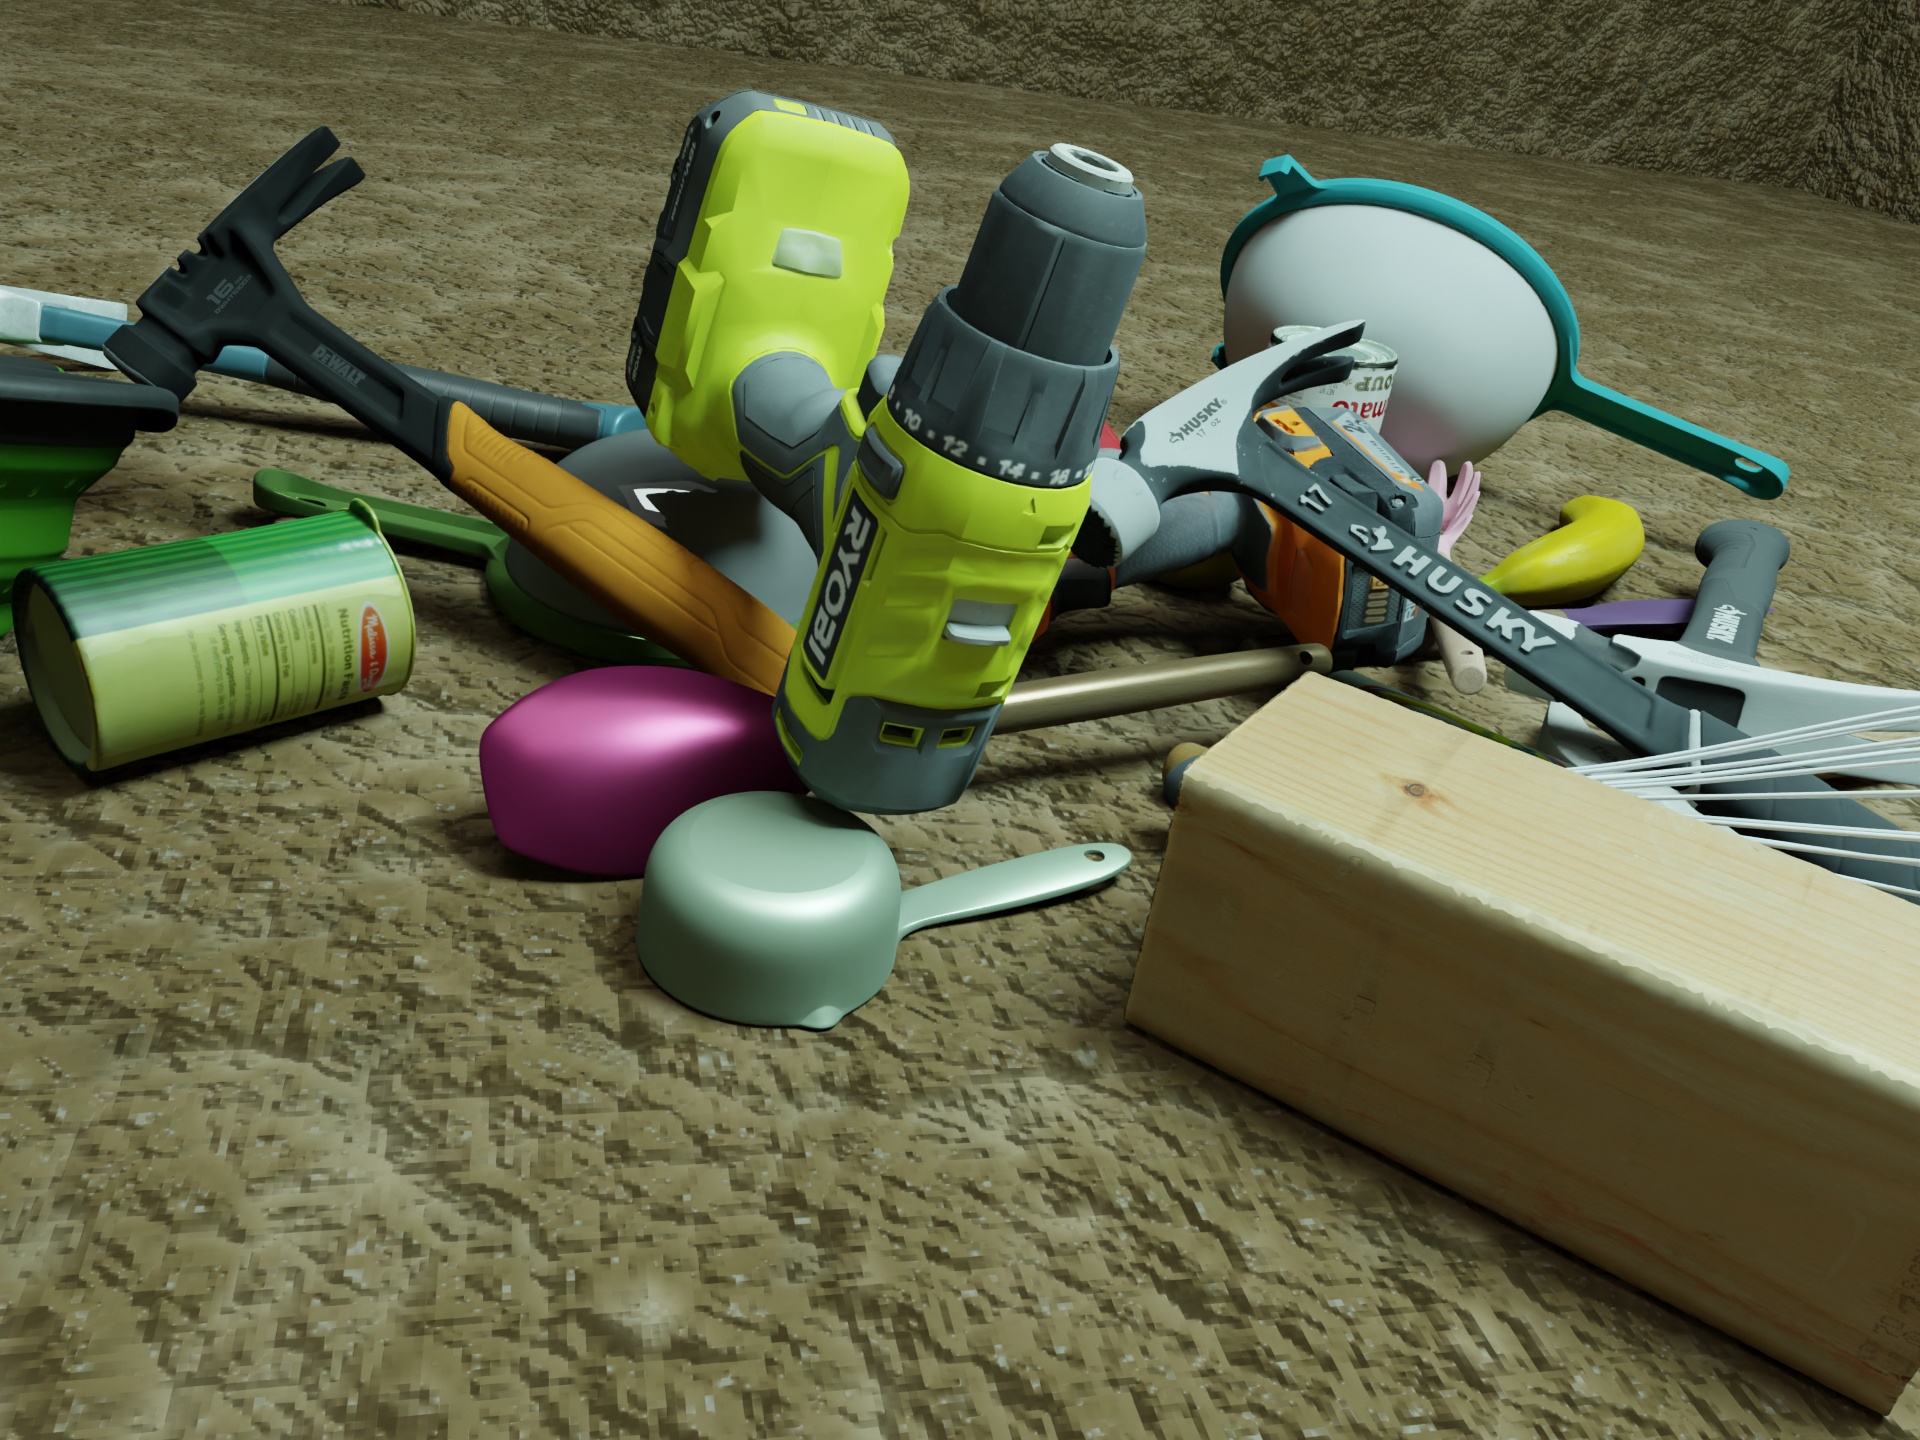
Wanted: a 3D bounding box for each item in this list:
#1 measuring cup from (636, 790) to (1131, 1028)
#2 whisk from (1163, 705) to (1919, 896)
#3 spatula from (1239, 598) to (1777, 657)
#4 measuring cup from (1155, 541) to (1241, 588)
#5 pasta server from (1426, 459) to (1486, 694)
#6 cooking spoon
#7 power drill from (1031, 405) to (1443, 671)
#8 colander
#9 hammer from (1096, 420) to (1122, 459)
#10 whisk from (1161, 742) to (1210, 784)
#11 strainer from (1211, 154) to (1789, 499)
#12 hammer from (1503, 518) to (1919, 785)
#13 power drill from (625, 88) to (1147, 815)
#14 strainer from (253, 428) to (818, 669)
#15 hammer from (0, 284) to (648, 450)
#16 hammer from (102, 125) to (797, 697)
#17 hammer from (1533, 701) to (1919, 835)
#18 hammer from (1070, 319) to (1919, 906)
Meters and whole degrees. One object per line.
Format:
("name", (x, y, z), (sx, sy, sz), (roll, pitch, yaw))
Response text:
("measuring cup", (-0.015, 0.043, 0.482), (0.167, 0.038, 0.083), (-10, 33, -28))
("whisk", (0.193, 0.026, 0.475), (0.285, 0.070, 0.070), (1, 21, 30))
("spatula", (0.263, -0.044, 0.756), (0.315, 0.018, 0.060), (-6, 13, -27))
("measuring cup", (0.070, -0.090, 0.787), (0.156, 0.029, 0.062), (9, 28, 25))
("pasta server", (0.224, -0.074, 0.747), (0.060, 0.040, 0.316), (-4, 18, 14))
("cooking spoon", (-0.001, -0.002, 0.545), (0.318, 0.017, 0.069), (-9, 76, -26))
("power drill", (0.073, -0.063, 0.650), (0.226, 0.084, 0.164), (-6, 33, -7))
("colander", (-0.390, -0.089, 0.586), (0.204, 0.094, 0.397), (4, 10, -18))
("hammer", (0.067, -0.186, 0.906), (0.143, 0.038, 0.387), (-6, 26, -4))
("whisk", (0.173, 0.055, 0.518), (0.245, 0.051, 0.047), (23, 36, 30))
("strainer", (0.290, -0.173, 0.901), (0.340, 0.210, 0.095), (25, 71, 9))
("hammer", (0.348, -0.047, 0.708), (0.146, 0.035, 0.335), (17, 23, 24))
("power drill", (-0.029, -0.109, 0.497), (0.080, 0.190, 0.229), (3, 35, -30))
("strainer", (-0.170, -0.094, 0.661), (0.256, 0.069, 0.152), (12, 28, 2))
("hammer", (-0.317, -0.167, 0.767), (0.331, 0.033, 0.128), (10, 8, -8))
("hammer", (-0.168, -0.097, 0.597), (0.337, 0.127, 0.034), (36, -10, 15))
("hammer", (0.376, 0.009, 0.678), (0.331, 0.031, 0.130), (-7, 32, -29))
("hammer", (0.230, -0.003, 0.536), (0.409, 0.036, 0.149), (38, 64, 21))
